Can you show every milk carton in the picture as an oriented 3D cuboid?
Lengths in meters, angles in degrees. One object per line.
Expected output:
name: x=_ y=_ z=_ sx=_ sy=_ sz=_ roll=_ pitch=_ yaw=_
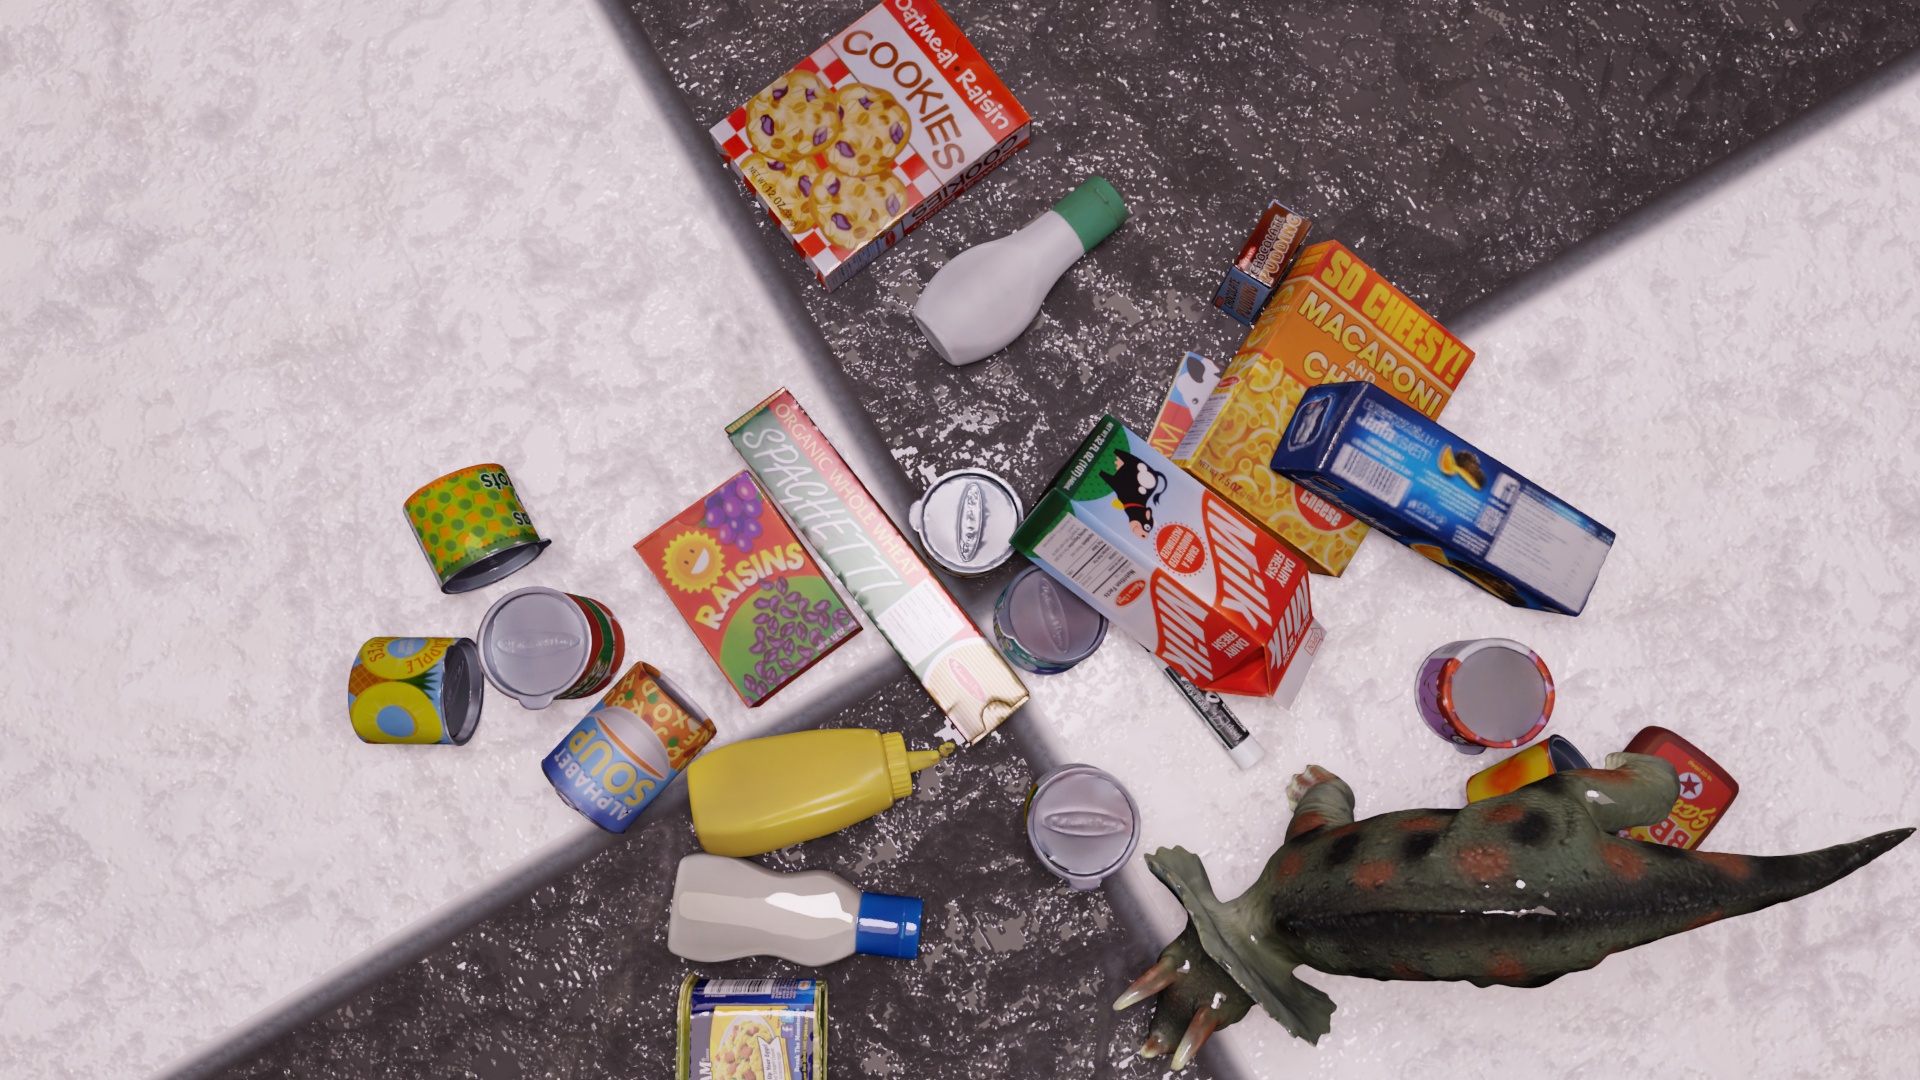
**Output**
milk carton: x=0.132 y=0.020 z=0.827 sx=0.190 sy=0.073 sz=0.073 roll=38 pitch=55 yaw=0

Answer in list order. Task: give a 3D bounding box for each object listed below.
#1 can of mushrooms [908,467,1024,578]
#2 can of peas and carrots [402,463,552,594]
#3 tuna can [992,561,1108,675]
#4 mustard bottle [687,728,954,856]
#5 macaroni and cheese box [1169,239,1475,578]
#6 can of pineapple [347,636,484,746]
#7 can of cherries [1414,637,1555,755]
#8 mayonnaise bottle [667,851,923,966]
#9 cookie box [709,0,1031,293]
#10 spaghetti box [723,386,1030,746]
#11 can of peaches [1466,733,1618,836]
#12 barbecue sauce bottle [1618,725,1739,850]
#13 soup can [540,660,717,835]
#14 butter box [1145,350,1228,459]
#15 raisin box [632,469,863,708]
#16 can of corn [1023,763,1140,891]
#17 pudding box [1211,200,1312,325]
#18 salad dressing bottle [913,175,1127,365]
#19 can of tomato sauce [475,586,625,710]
can of mushrooms: x=0.003 y=-0.011 z=0.865 sx=0.071 sy=0.033 sz=0.071 roll=0 pitch=81 yaw=-3
can of peas and carrots: x=-0.297 y=-0.009 z=0.853 sx=0.071 sy=0.071 sz=0.059 roll=-28 pitch=84 yaw=-2
tuna can: x=0.052 y=0.048 z=0.851 sx=0.071 sy=0.032 sz=0.071 roll=4 pitch=70 yaw=-12
mustard bottle: x=-0.081 y=0.146 z=0.838 sx=0.160 sy=0.048 sz=0.065 roll=-10 pitch=55 yaw=-7
macaroni and cheese box: x=0.222 y=-0.080 z=0.855 sx=0.123 sy=0.040 sz=0.166 roll=35 pitch=84 yaw=-14
can of pineapple: x=-0.329 y=0.089 z=0.841 sx=0.058 sy=0.071 sz=0.071 roll=0 pitch=84 yaw=1
can of cherries: x=0.317 y=0.095 z=0.840 sx=0.071 sy=0.058 sz=0.071 roll=0 pitch=83 yaw=1
mayonnaise bottle: x=-0.098 y=0.226 z=0.838 sx=0.148 sy=0.041 sz=0.065 roll=7 pitch=80 yaw=0
cookie box: x=-0.056 y=-0.260 z=0.893 sx=0.167 sy=0.040 sz=0.123 roll=-38 pitch=84 yaw=-4
spaghetti box: x=-0.052 y=0.014 z=0.867 sx=0.050 sy=0.028 sz=0.250 roll=-38 pitch=85 yaw=-4
can of peaches: x=0.342 y=0.158 z=0.818 sx=0.058 sy=0.071 sz=0.071 roll=-38 pitch=83 yaw=32
barbecue sauce bottle: x=0.397 y=0.186 z=0.836 sx=0.065 sy=0.043 sz=0.148 roll=40 pitch=86 yaw=4
soup can: x=-0.199 y=0.124 z=0.834 sx=0.071 sy=0.071 sz=0.084 roll=42 pitch=86 yaw=5
butter box: x=0.145 y=-0.062 z=0.877 sx=0.053 sy=0.024 sz=0.103 roll=24 pitch=84 yaw=3
raisin box: x=-0.130 y=0.030 z=0.861 sx=0.086 sy=0.040 sz=0.123 roll=-36 pitch=84 yaw=-3
can of corn: x=0.072 y=0.170 z=0.833 sx=0.071 sy=0.058 sz=0.071 roll=0 pitch=84 yaw=0
pudding box: x=0.185 y=-0.170 z=0.859 sx=0.030 sy=0.083 sz=0.049 roll=32 pitch=86 yaw=4
salad dressing bottle: x=0.040 y=-0.173 z=0.881 sx=0.148 sy=0.044 sz=0.064 roll=-39 pitch=83 yaw=-5
can of tomato sauce: x=-0.243 y=0.065 z=0.835 sx=0.071 sy=0.083 sz=0.071 roll=0 pitch=84 yaw=1
